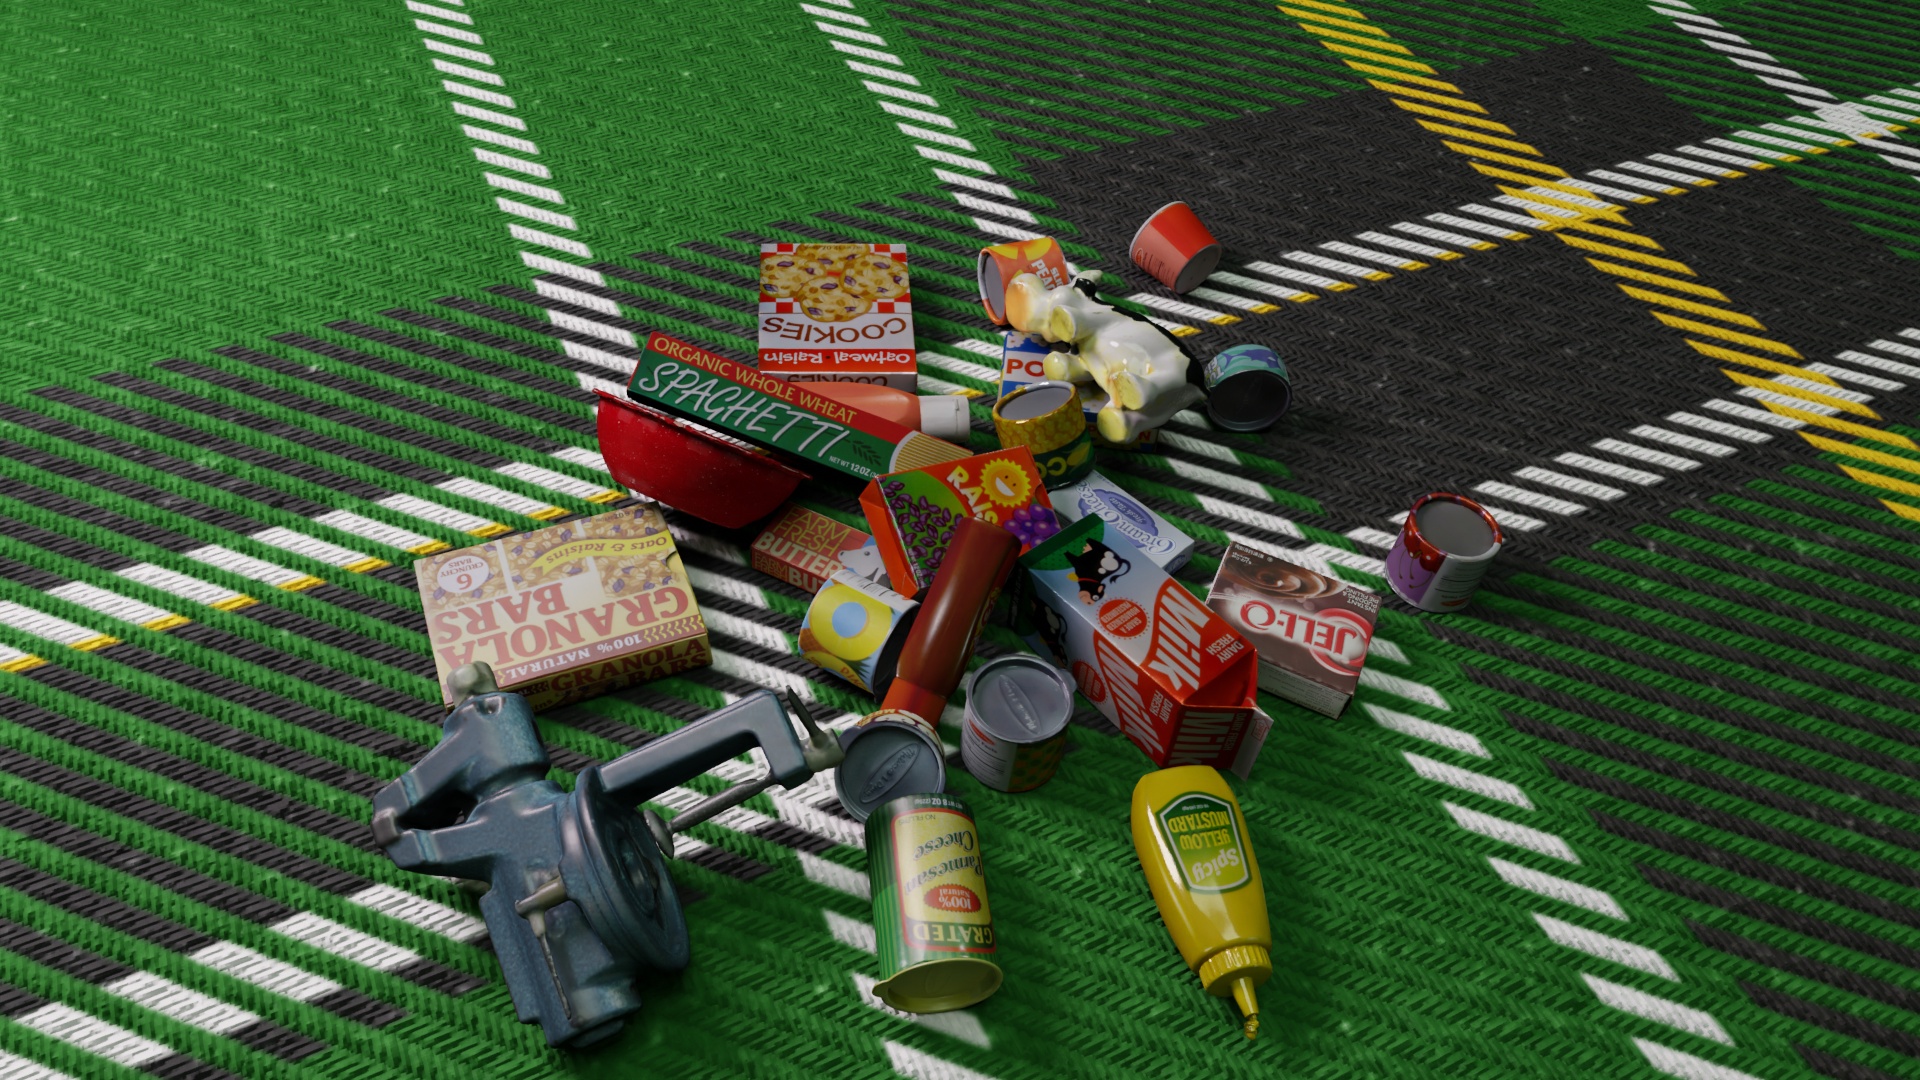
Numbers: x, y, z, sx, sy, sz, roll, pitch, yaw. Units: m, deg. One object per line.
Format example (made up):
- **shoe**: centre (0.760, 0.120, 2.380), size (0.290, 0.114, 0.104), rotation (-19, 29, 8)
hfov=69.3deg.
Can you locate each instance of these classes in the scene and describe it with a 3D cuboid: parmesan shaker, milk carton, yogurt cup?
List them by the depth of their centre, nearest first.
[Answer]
- **parmesan shaker**: centre (-0.020, 0.201, 0.776), size (0.071, 0.071, 0.103), rotation (-4, 49, -9)
- **milk carton**: centre (0.122, 0.074, 0.900), size (0.074, 0.072, 0.191), rotation (-31, 58, -29)
- **yogurt cup**: centre (0.189, -0.251, 1.205), size (0.073, 0.072, 0.054), rotation (-29, 65, -27)

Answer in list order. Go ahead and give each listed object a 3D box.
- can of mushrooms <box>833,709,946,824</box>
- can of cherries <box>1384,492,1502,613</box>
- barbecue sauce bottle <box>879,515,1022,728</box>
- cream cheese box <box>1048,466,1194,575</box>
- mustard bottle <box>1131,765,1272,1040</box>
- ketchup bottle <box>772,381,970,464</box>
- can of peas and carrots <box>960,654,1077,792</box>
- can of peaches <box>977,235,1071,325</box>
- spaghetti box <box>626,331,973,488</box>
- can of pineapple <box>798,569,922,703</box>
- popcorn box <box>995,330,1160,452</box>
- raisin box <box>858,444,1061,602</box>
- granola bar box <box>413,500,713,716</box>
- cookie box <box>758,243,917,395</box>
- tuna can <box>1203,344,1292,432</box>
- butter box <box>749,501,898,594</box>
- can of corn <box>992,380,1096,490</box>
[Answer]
- **can of mushrooms**: centre (-0.043, 0.134, 0.831), size (0.071, 0.071, 0.033), rotation (6, 7, 0)
- **can of cherries**: centre (0.342, 0.006, 0.991), size (0.071, 0.058, 0.072), rotation (3, 49, -3)
- **barbecue sauce bottle**: centre (-0.010, 0.060, 0.877), size (0.044, 0.065, 0.148), rotation (24, 81, 3)
- **cream cheese box**: centre (0.112, -0.008, 1.004), size (0.104, 0.024, 0.053), rotation (38, 57, 25)
- **mustard bottle**: centre (0.146, 0.207, 0.799), size (0.065, 0.048, 0.161), rotation (-8, 49, -10)
- **ketchup bottle**: centre (-0.068, -0.090, 1.047), size (0.149, 0.043, 0.065), rotation (-2, 57, -8)
- **can of peas and carrots**: centre (0.036, 0.113, 0.866), size (0.071, 0.058, 0.071), rotation (3, 48, -4)
- **can of peaches**: centre (0.053, -0.215, 1.155), size (0.058, 0.070, 0.071), rotation (-13, 51, -16)
- **spaghetti box**: centre (-0.115, -0.082, 0.999), size (0.250, 0.028, 0.050), rotation (21, 78, -5)
- **can of pineapple**: centre (-0.065, 0.061, 0.899), size (0.058, 0.070, 0.071), rotation (24, 51, 16)
- **popcorn box**: centre (0.093, -0.117, 1.091), size (0.127, 0.038, 0.085), rotation (7, 48, 0)
- **raisin box**: centre (0.003, -0.012, 0.957), size (0.124, 0.040, 0.086), rotation (-13, 73, -29)
- **granola bar box**: centre (-0.261, 0.047, 0.909), size (0.166, 0.038, 0.124), rotation (-16, 52, -18)
- **cookie box**: centre (-0.101, -0.175, 1.123), size (0.123, 0.040, 0.168), rotation (-1, 47, -6)
- **tuna can**: centre (0.221, -0.119, 1.086), size (0.071, 0.070, 0.033), rotation (2, 47, -4)
- **butter box**: centre (-0.089, 0.014, 0.966), size (0.103, 0.024, 0.053), rotation (22, 49, 14)
- **can of corn**: centre (0.060, -0.077, 1.022), size (0.071, 0.058, 0.071), rotation (-14, 28, 8)
